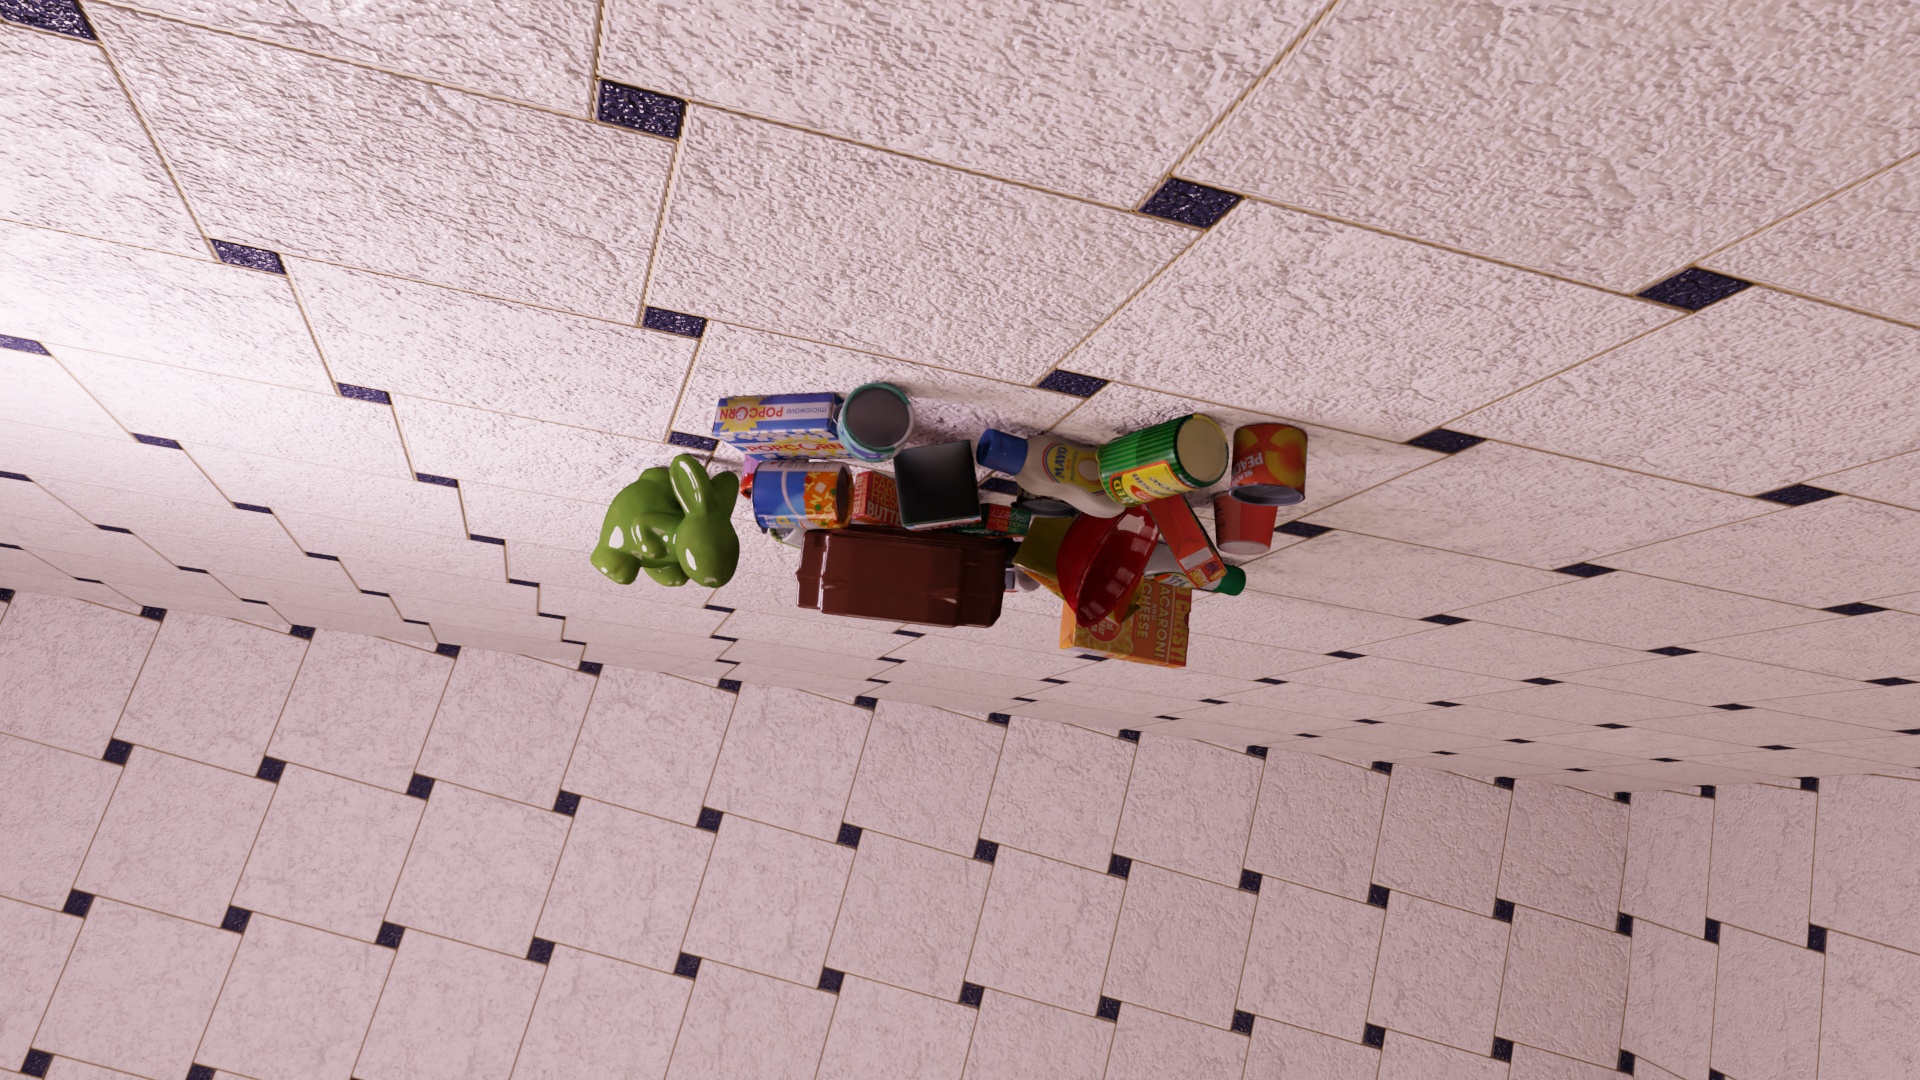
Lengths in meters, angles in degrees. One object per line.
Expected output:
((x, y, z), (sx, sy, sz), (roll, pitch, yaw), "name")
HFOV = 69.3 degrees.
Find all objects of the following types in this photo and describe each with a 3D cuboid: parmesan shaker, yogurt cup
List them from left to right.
((0.178, -0.072, 1.238), (0.071, 0.071, 0.103), (15, 163, -30), "parmesan shaker")
((0.293, -0.017, 1.433), (0.072, 0.054, 0.072), (6, 165, 2), "yogurt cup")

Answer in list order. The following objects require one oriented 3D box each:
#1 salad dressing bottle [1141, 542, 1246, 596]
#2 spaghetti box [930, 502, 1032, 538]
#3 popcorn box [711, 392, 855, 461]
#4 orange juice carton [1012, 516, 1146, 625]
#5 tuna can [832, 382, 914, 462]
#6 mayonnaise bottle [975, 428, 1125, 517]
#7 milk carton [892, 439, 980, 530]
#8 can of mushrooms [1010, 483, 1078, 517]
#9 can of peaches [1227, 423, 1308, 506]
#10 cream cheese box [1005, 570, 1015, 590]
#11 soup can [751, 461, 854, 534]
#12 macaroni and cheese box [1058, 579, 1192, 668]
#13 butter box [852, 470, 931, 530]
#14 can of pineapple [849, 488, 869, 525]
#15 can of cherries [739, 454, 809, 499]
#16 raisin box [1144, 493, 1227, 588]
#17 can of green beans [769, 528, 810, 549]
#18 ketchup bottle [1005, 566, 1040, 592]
((0.276, 0.036, 1.675), (0.148, 0.044, 0.064), (13, 162, -25), "salad dressing bottle")
((0.005, -0.019, 1.525), (0.050, 0.028, 0.250), (11, 175, -21), "spaghetti box")
((-0.157, -0.106, 1.310), (0.126, 0.038, 0.085), (0, 166, 23), "popcorn box")
((0.147, 0.039, 1.601), (0.072, 0.073, 0.192), (21, 170, 39), "orange juice carton")
((-0.077, -0.105, 1.221), (0.071, 0.071, 0.032), (9, 165, -10), "tuna can")
((0.088, -0.068, 1.308), (0.148, 0.065, 0.041), (16, 161, -20), "mayonnaise bottle")
((-0.020, -0.050, 1.332), (0.073, 0.072, 0.190), (-8, 178, 1), "milk carton")
((0.089, -0.048, 1.443), (0.071, 0.033, 0.071), (6, 167, 2), "can of mushrooms")
((0.272, -0.067, 1.232), (0.071, 0.058, 0.071), (7, 166, 2), "can of peaches")
((0.010, 0.047, 1.633), (0.104, 0.024, 0.053), (1, 179, -4), "cream cheese box")
((-0.151, -0.041, 1.340), (0.084, 0.071, 0.071), (1, 165, 12), "soup can")
((0.211, 0.088, 1.748), (0.166, 0.124, 0.040), (12, 166, -22), "macaroni and cheese box")
((-0.073, -0.037, 1.518), (0.024, 0.053, 0.103), (-10, 159, 43), "butter box")
((-0.109, -0.023, 1.563), (0.058, 0.071, 0.071), (13, 165, -24), "can of pineapple")
((-0.190, -0.071, 1.422), (0.071, 0.058, 0.071), (6, 165, 2), "can of cherries")
((0.230, -0.008, 1.426), (0.040, 0.086, 0.123), (-30, 157, 9), "raisin box")
((-0.179, -0.022, 1.599), (0.058, 0.071, 0.071), (19, 161, -39), "can of green beans")
((0.053, 0.043, 1.747), (0.065, 0.043, 0.148), (3, 180, -25), "ketchup bottle")
